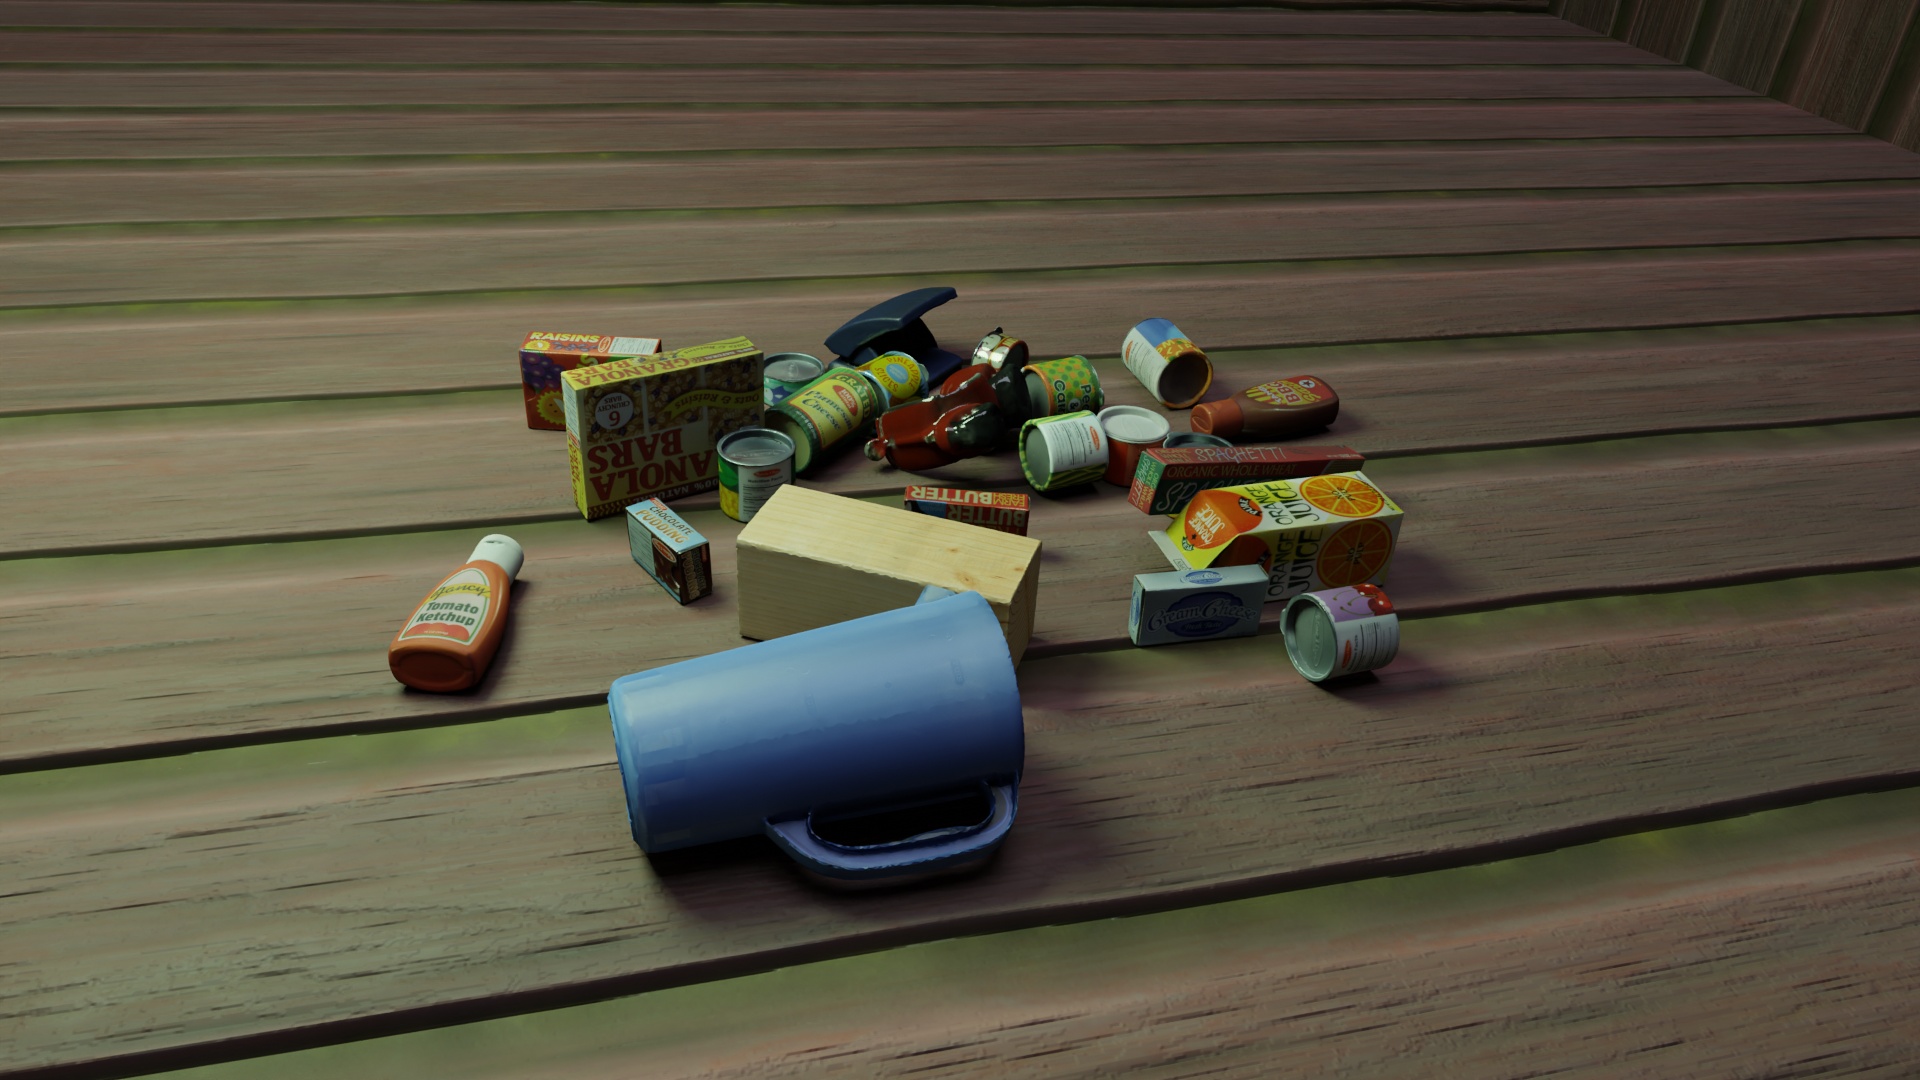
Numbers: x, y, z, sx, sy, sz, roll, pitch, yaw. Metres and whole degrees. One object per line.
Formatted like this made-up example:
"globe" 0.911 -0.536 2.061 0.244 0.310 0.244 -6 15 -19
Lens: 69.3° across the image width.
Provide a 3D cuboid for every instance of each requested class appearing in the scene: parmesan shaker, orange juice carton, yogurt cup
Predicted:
"parmesan shaker" -0.129 -0.107 1.269 0.071 0.071 0.103 20 36 24
"orange juice carton" 0.254 0.000 1.135 0.193 0.072 0.072 -7 34 -16
"yogurt cup" 0.155 -0.085 1.275 0.072 0.053 0.073 3 32 -2

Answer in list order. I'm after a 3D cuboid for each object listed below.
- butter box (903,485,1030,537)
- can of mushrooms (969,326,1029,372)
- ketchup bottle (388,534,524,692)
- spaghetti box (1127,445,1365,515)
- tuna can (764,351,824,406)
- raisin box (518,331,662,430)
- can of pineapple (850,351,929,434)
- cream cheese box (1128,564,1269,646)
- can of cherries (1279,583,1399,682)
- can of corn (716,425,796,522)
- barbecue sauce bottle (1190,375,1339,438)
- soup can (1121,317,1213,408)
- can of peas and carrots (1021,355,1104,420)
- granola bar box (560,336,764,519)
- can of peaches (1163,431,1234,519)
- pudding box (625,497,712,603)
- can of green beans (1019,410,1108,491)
"butter box" 0.004 -0.014 1.147 0.103 0.052 0.024 4 34 0
"can of mushrooms" 0.040 -0.176 1.391 0.033 0.070 0.071 23 37 24
"ketchup bottle" -0.359 0.050 1.012 0.065 0.043 0.149 4 32 0
"spaghetti box" 0.250 -0.053 1.193 0.251 0.050 0.029 -4 31 -35
"tuna can" -0.170 -0.158 1.372 0.071 0.032 0.071 3 32 -2
"raisin box" -0.338 -0.144 1.281 0.123 0.085 0.040 3 37 -2
"can of pineapple" -0.072 -0.142 1.324 0.071 0.070 0.058 24 38 29
"cream cheese box" 0.182 0.050 1.066 0.104 0.053 0.024 -4 31 -13
"can of cherries" 0.283 0.067 1.039 0.058 0.071 0.072 -9 34 -20
"can of corn" -0.174 -0.057 1.188 0.071 0.058 0.071 3 32 -2
"barbecue sauce bottle" 0.297 -0.127 1.369 0.149 0.043 0.065 -13 37 -24
"soup can" 0.214 -0.182 1.425 0.071 0.071 0.084 -7 35 -18
"can of peas and carrots" 0.096 -0.141 1.346 0.059 0.070 0.071 -14 36 -25
"granola bar box" -0.249 -0.097 1.181 0.166 0.123 0.039 -17 37 -30
"can of peaches" 0.208 -0.056 1.233 0.071 0.057 0.071 2 32 -1
"pudding box" -0.228 0.007 1.088 0.030 0.049 0.084 -23 40 -33
"can of green beans" 0.092 -0.080 1.249 0.058 0.071 0.071 -11 35 -22
